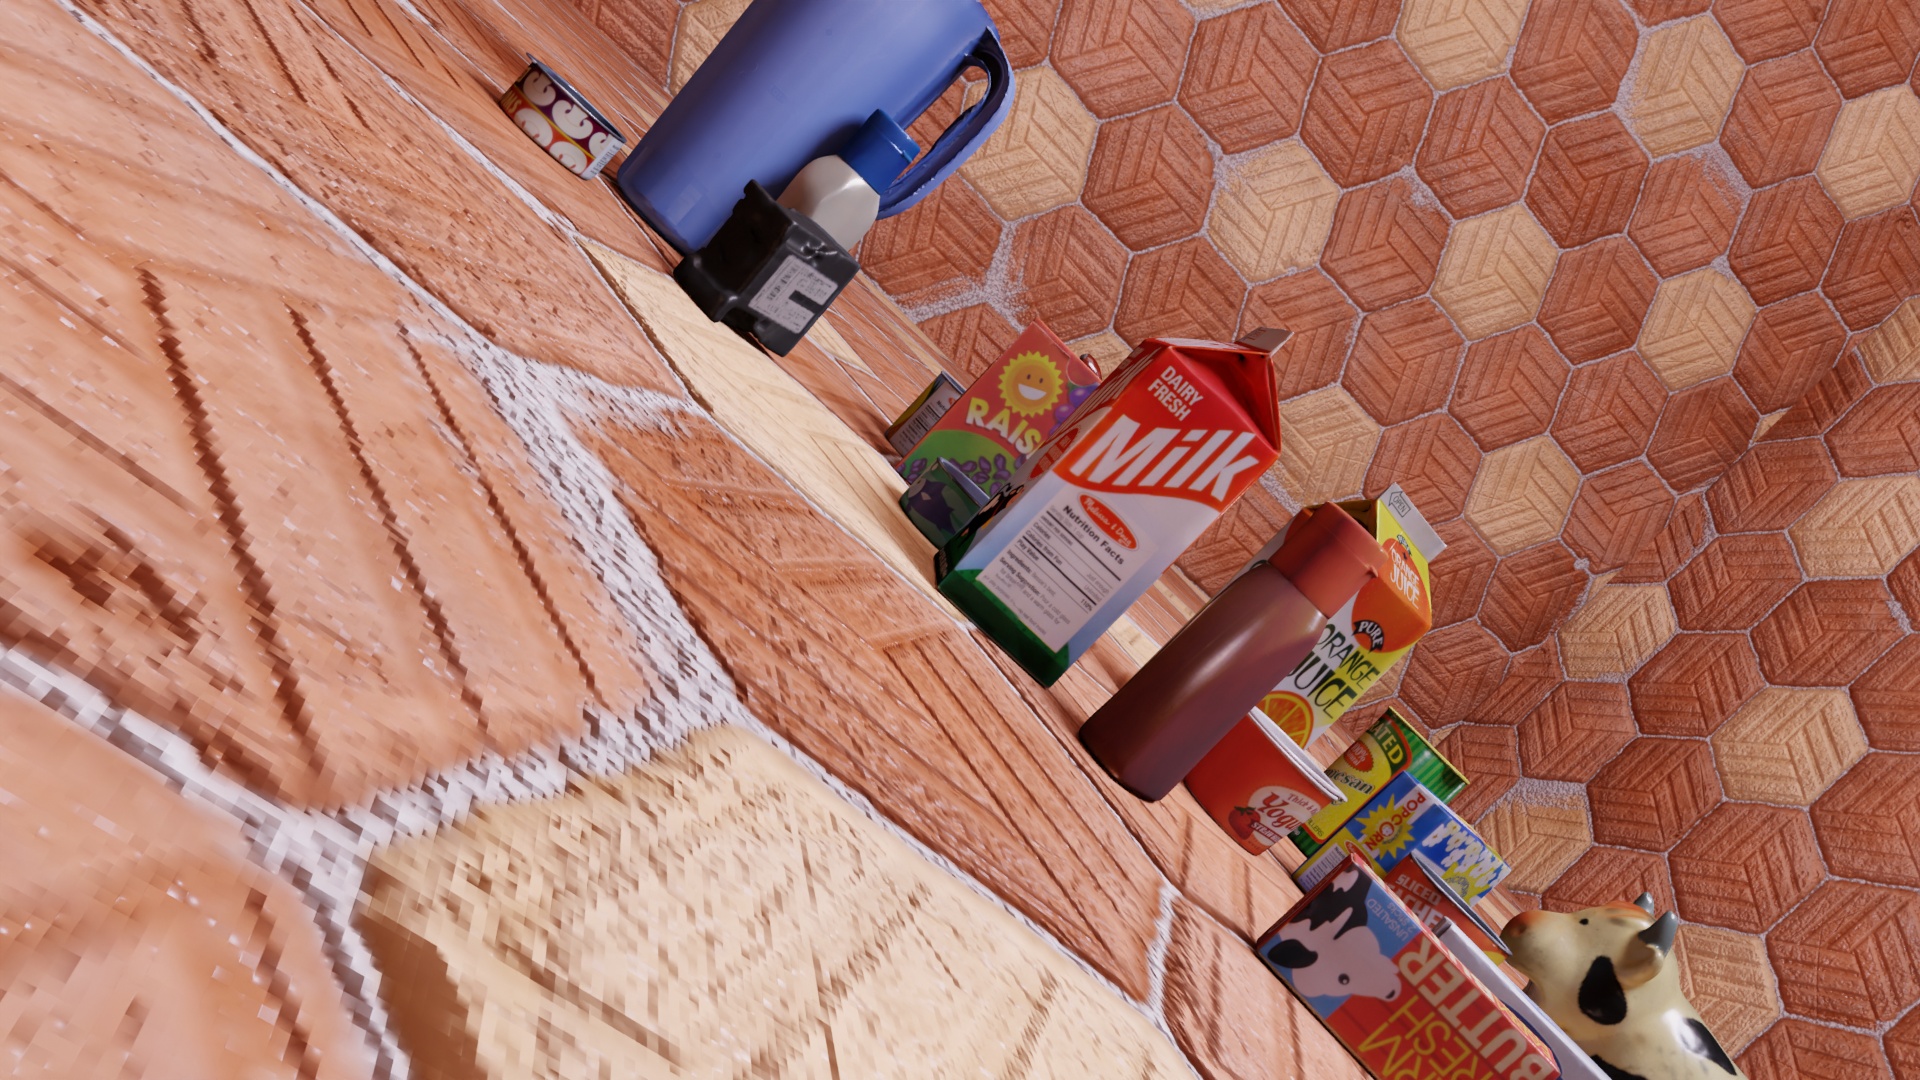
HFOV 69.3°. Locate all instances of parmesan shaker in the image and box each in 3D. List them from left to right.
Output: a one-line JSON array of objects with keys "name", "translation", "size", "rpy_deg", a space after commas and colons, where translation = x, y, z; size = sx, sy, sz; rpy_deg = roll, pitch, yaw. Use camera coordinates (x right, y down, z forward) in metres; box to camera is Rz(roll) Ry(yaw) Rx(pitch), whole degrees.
[{"name": "parmesan shaker", "translation": [0.260, 0.165, 0.876], "size": [0.071, 0.103, 0.071], "rpy_deg": [43, 7, -7]}]

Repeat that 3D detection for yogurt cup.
[{"name": "yogurt cup", "translation": [0.154, 0.125, 0.721], "size": [0.072, 0.054, 0.072], "rpy_deg": [43, 7, -7]}]

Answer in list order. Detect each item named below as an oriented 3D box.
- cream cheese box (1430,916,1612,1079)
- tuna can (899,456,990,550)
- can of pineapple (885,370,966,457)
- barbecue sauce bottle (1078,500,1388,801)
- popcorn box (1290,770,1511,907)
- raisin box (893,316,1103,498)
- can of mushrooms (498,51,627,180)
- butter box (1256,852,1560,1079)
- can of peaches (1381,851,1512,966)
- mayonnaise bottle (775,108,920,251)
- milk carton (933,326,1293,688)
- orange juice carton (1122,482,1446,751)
[{"name": "cream cheese box", "translation": [0.235, 0.223, 0.611], "size": [0.104, 0.053, 0.024], "rpy_deg": [46, 7, 15]}, {"name": "tuna can", "translation": [0.003, -0.009, 0.741], "size": [0.071, 0.033, 0.071], "rpy_deg": [43, 7, -7]}, {"name": "can of pineapple", "translation": [-0.007, -0.070, 0.927], "size": [0.071, 0.058, 0.071], "rpy_deg": [43, 7, -7]}, {"name": "barbecue sauce bottle", "translation": [0.120, 0.048, 0.604], "size": [0.044, 0.148, 0.065], "rpy_deg": [48, 8, 31]}, {"name": "popcorn box", "translation": [0.246, 0.184, 0.769], "size": [0.126, 0.085, 0.038], "rpy_deg": [36, 10, -47]}, {"name": "raisin box", "translation": [0.033, -0.059, 0.833], "size": [0.086, 0.123, 0.040], "rpy_deg": [44, 7, 2]}, {"name": "can of mushrooms", "translation": [-0.227, -0.240, 0.788], "size": [0.071, 0.033, 0.071], "rpy_deg": [43, 7, -7]}, {"name": "butter box", "translation": [0.166, 0.174, 0.522], "size": [0.103, 0.053, 0.024], "rpy_deg": [46, 7, 12]}, {"name": "can of peaches", "translation": [0.227, 0.198, 0.691], "size": [0.071, 0.058, 0.071], "rpy_deg": [43, 7, -7]}, {"name": "mayonnaise bottle", "translation": [-0.087, -0.194, 0.841], "size": [0.041, 0.148, 0.064], "rpy_deg": [47, 8, 26]}, {"name": "milk carton", "translation": [0.079, -0.030, 0.647], "size": [0.073, 0.190, 0.072], "rpy_deg": [43, 7, -9]}, {"name": "orange juice carton", "translation": [0.193, 0.053, 0.793], "size": [0.071, 0.192, 0.073], "rpy_deg": [39, 8, -35]}]
